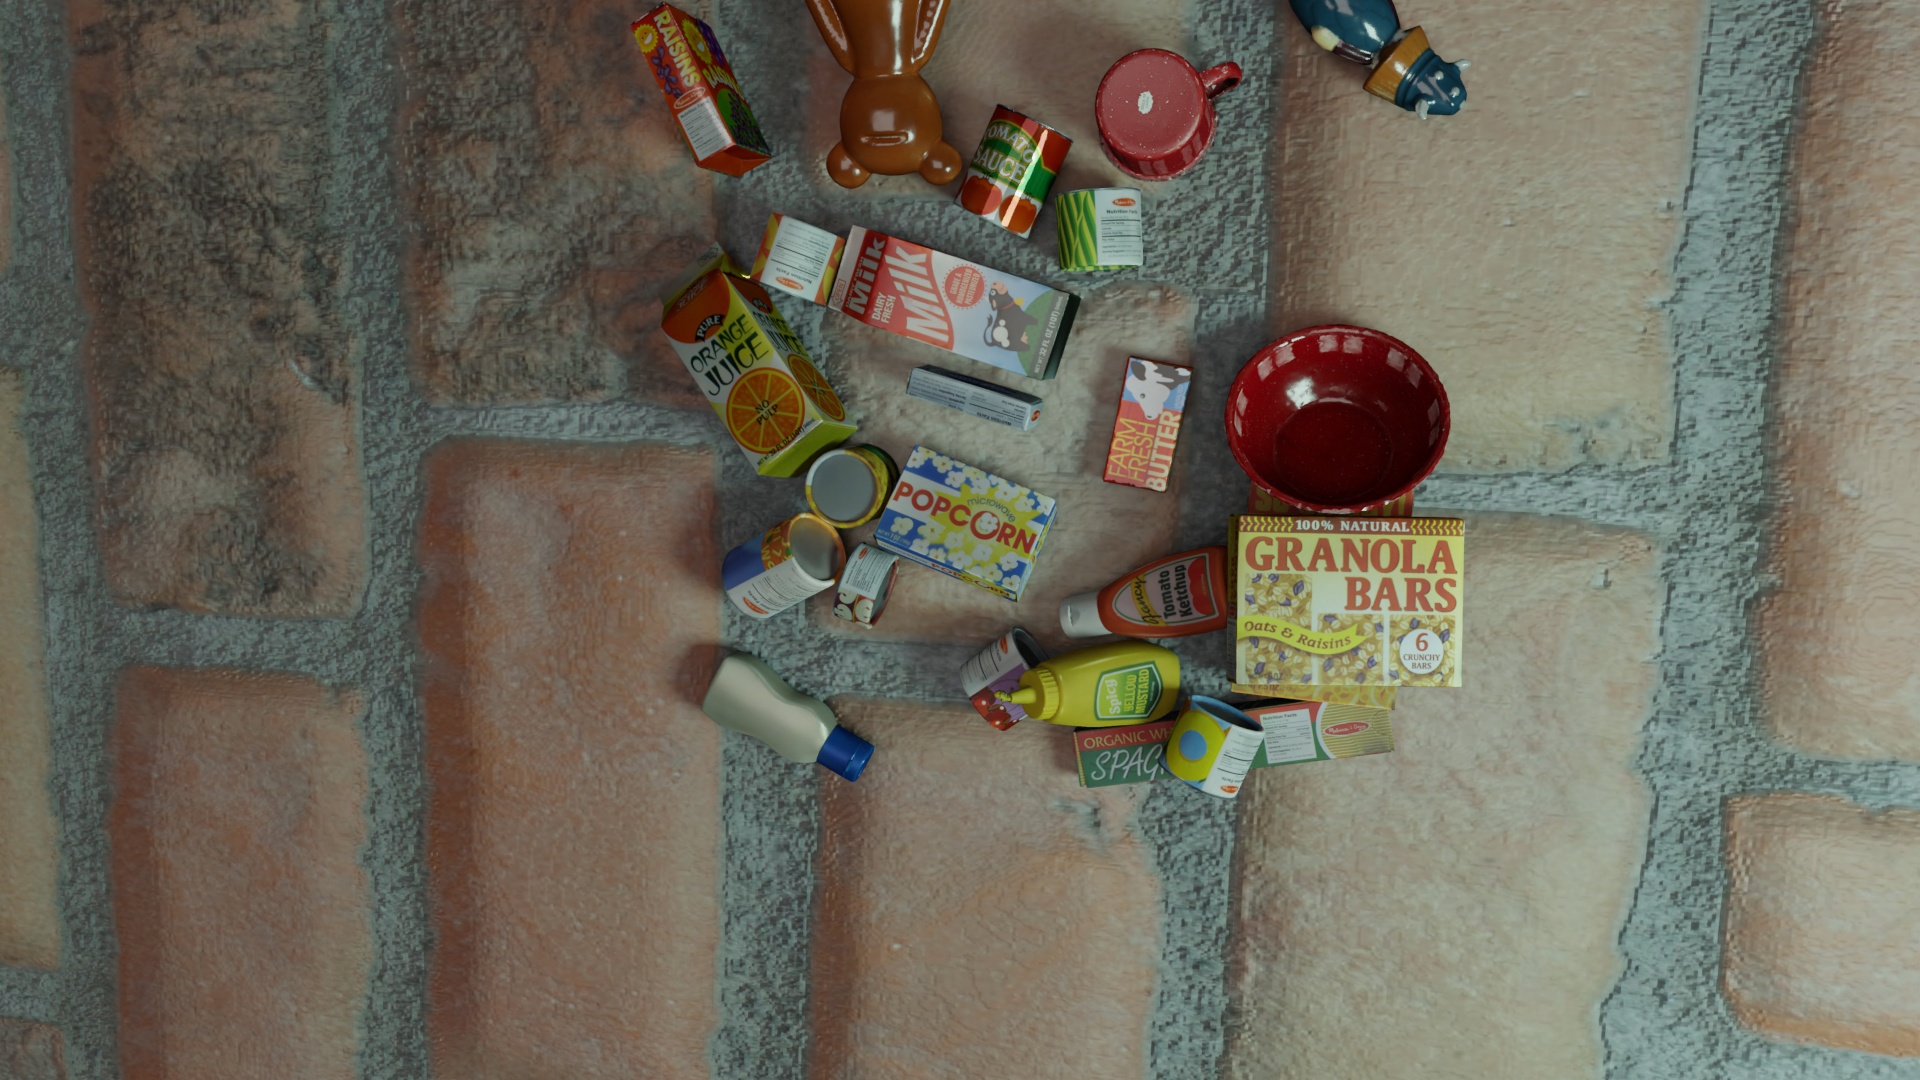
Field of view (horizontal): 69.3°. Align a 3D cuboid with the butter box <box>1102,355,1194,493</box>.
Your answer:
[{"bbox_3d":[0.149,-0.092,1.104,0.053,0.024,0.103,13,99,9],"label":"butter box"}]

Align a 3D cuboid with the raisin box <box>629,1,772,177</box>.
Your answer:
[{"bbox_3d":[-0.206,-0.359,1.115,0.040,0.086,0.123,-26,91,16],"label":"raisin box"}]

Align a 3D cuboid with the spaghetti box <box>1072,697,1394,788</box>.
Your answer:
[{"bbox_3d":[0.216,0.158,1.118,0.250,0.029,0.050,-9,94,13],"label":"spaghetti box"}]

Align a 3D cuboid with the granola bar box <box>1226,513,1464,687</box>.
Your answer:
[{"bbox_3d":[0.279,0.044,1.014,0.166,0.039,0.124,1,89,-3],"label":"granola bar box"}]

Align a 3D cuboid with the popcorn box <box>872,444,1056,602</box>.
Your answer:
[{"bbox_3d":[0.004,-0.014,1.122,0.127,0.038,0.085,22,74,9],"label":"popcorn box"}]

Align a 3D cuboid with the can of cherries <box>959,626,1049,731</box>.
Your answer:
[{"bbox_3d":[0.042,0.115,1.131,0.058,0.071,0.071,-37,89,14],"label":"can of cherries"}]

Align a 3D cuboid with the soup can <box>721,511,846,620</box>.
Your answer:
[{"bbox_3d":[-0.145,0.019,1.146,0.083,0.071,0.071,-27,91,36],"label":"soup can"}]

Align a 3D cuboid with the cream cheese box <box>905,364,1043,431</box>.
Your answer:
[{"bbox_3d":[0.011,-0.116,1.115,0.104,0.053,0.024,18,103,10],"label":"cream cheese box"}]

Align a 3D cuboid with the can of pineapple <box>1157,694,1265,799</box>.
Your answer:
[{"bbox_3d":[0.193,0.158,1.074,0.071,0.071,0.057,24,100,8],"label":"can of pineapple"}]

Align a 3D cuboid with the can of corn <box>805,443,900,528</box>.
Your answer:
[{"bbox_3d":[-0.086,-0.044,1.142,0.071,0.058,0.071,2,98,12],"label":"can of corn"}]

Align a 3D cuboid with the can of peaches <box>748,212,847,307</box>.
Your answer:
[{"bbox_3d":[-0.132,-0.227,1.126,0.071,0.071,0.058,21,97,9],"label":"can of peaches"}]

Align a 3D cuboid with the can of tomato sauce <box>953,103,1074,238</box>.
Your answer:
[{"bbox_3d":[0.040,-0.287,1.080,0.071,0.071,0.083,27,102,7],"label":"can of tomato sauce"}]

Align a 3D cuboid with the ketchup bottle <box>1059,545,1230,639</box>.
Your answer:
[{"bbox_3d":[0.148,0.048,1.089,0.148,0.043,0.065,-15,76,36],"label":"ketchup bottle"}]

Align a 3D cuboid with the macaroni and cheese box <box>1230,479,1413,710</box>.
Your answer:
[{"bbox_3d":[0.278,0.040,1.071,0.124,0.040,0.166,5,89,14],"label":"macaroni and cheese box"}]

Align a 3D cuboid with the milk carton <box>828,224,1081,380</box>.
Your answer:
[{"bbox_3d":[-0.008,-0.189,1.100,0.191,0.073,0.072,20,101,9],"label":"milk carton"}]

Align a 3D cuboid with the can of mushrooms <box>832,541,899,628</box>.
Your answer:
[{"bbox_3d":[-0.078,0.038,1.148,0.033,0.071,0.071,20,101,8],"label":"can of mushrooms"}]

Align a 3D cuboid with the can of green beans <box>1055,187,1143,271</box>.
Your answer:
[{"bbox_3d":[0.107,-0.240,1.073,0.071,0.071,0.057,-1,97,12],"label":"can of green beans"}]

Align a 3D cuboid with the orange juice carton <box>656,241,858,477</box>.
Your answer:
[{"bbox_3d":[-0.174,-0.149,1.134,0.071,0.073,0.193,-37,79,15],"label":"orange juice carton"}]

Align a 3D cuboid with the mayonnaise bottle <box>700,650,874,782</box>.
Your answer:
[{"bbox_3d":[-0.146,0.155,1.189,0.148,0.041,0.064,29,104,6],"label":"mayonnaise bottle"}]

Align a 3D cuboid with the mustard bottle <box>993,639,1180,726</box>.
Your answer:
[{"bbox_3d":[0.097,0.116,1.083,0.161,0.049,0.065,-5,104,-30],"label":"mustard bottle"}]
